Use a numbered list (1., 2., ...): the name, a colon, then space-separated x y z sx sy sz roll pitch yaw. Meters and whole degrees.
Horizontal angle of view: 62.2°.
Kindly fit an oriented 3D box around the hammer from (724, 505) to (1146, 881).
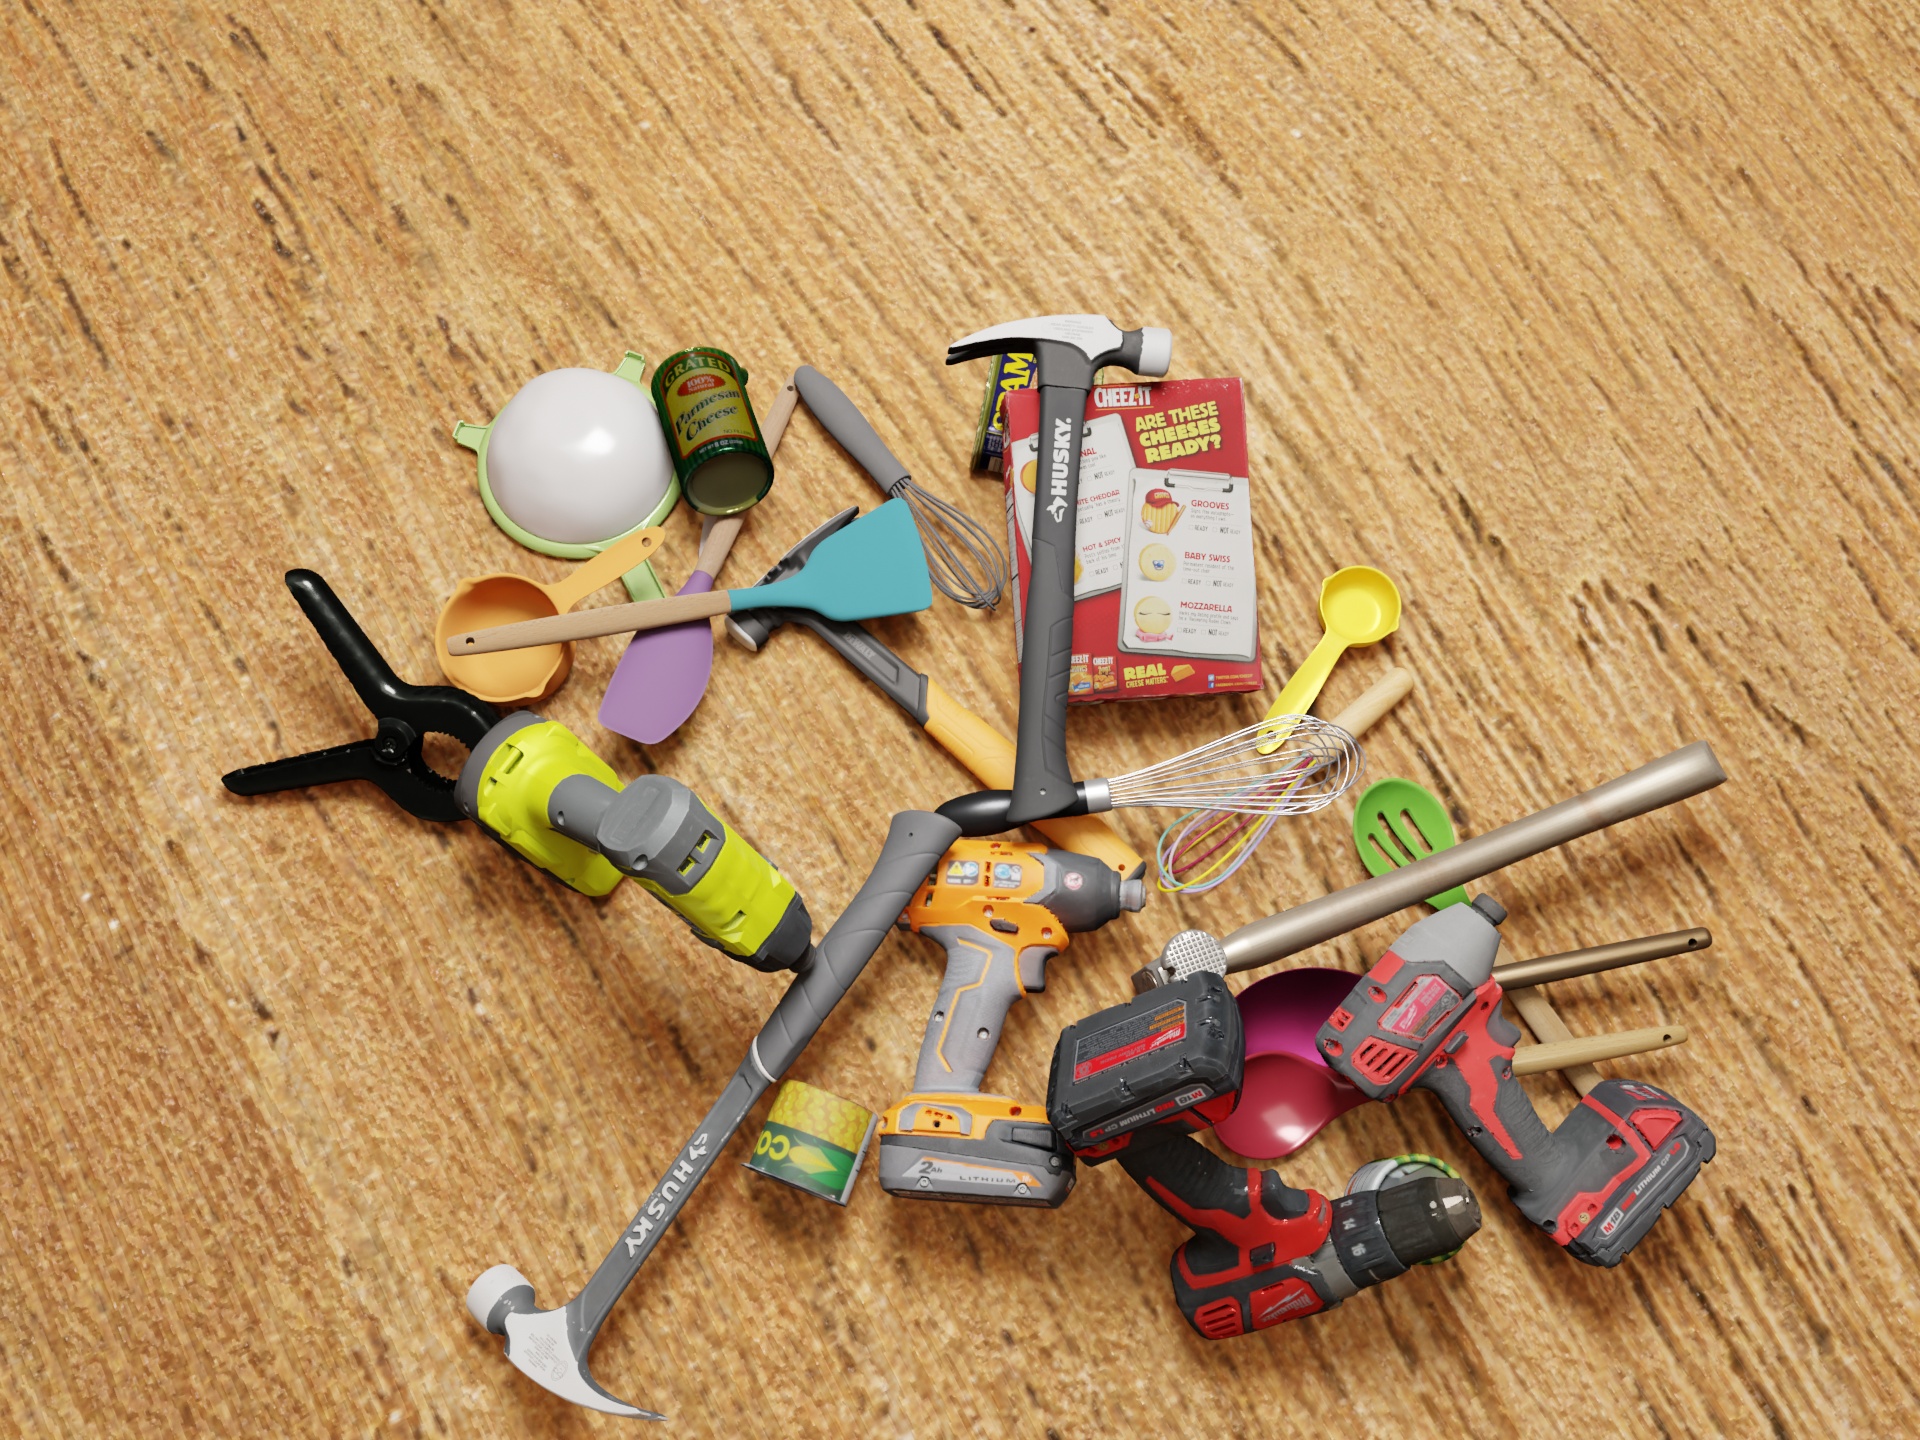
1. hammer: -0.002 -0.004 1.097 0.337 0.034 0.127 42 75 10

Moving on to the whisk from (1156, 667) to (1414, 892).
1. whisk: 0.223 0.039 1.093 0.245 0.047 0.051 -38 76 -19

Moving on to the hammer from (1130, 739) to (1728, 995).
1. hammer: 0.304 0.100 1.022 0.410 0.146 0.038 -20 75 -10

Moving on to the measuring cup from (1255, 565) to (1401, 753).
1. measuring cup: 0.255 -0.040 1.132 0.062 0.029 0.156 34 85 9

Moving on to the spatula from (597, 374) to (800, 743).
1. spatula: -0.168 -0.120 1.115 0.059 0.018 0.316 21 63 -5

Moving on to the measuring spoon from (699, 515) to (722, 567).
1. measuring spoon: -0.173 -0.161 1.150 0.034 0.018 0.124 6 71 -1

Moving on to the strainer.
1. strainer: -0.249 -0.151 1.116 0.151 0.069 0.256 -26 73 -11

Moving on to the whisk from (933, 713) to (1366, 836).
1. whisk: 0.122 0.045 1.037 0.284 0.070 0.070 -9 72 3

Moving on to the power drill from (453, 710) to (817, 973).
1. power drill: -0.193 0.080 0.966 0.223 0.171 0.080 18 67 42

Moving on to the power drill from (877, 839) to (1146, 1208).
1. power drill: 0.032 0.186 1.002 0.164 0.084 0.227 1 68 8

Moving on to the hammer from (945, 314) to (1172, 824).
1. hammer: 0.054 -0.099 1.024 0.146 0.035 0.335 5 83 -4

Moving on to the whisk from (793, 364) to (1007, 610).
1. whisk: -0.047 -0.170 1.141 0.055 0.055 0.239 -36 75 -13

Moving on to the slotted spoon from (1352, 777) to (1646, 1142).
1. slotted spoon: 0.366 0.173 1.060 0.070 0.031 0.314 -32 78 -12

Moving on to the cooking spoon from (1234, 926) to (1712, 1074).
1. cooking spoon: 0.331 0.174 1.040 0.319 0.017 0.069 -12 88 3

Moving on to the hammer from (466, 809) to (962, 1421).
1. hammer: -0.127 0.224 0.961 0.149 0.036 0.409 28 76 35

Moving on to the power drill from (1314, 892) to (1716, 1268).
1. power drill: 0.341 0.216 0.978 0.219 0.078 0.143 40 91 -4

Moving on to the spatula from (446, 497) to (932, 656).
1. spatula: -0.179 -0.080 1.060 0.317 0.044 0.082 -12 79 -16

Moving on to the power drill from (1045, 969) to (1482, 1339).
1. power drill: 0.173 0.254 0.916 0.188 0.080 0.226 -27 112 21

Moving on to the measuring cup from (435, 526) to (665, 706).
1. measuring cup: -0.272 -0.076 1.088 0.173 0.052 0.095 -35 85 -6

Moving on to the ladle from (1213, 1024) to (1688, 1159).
1. ladle: 0.313 0.227 1.025 0.315 0.031 0.069 -9 91 -2
